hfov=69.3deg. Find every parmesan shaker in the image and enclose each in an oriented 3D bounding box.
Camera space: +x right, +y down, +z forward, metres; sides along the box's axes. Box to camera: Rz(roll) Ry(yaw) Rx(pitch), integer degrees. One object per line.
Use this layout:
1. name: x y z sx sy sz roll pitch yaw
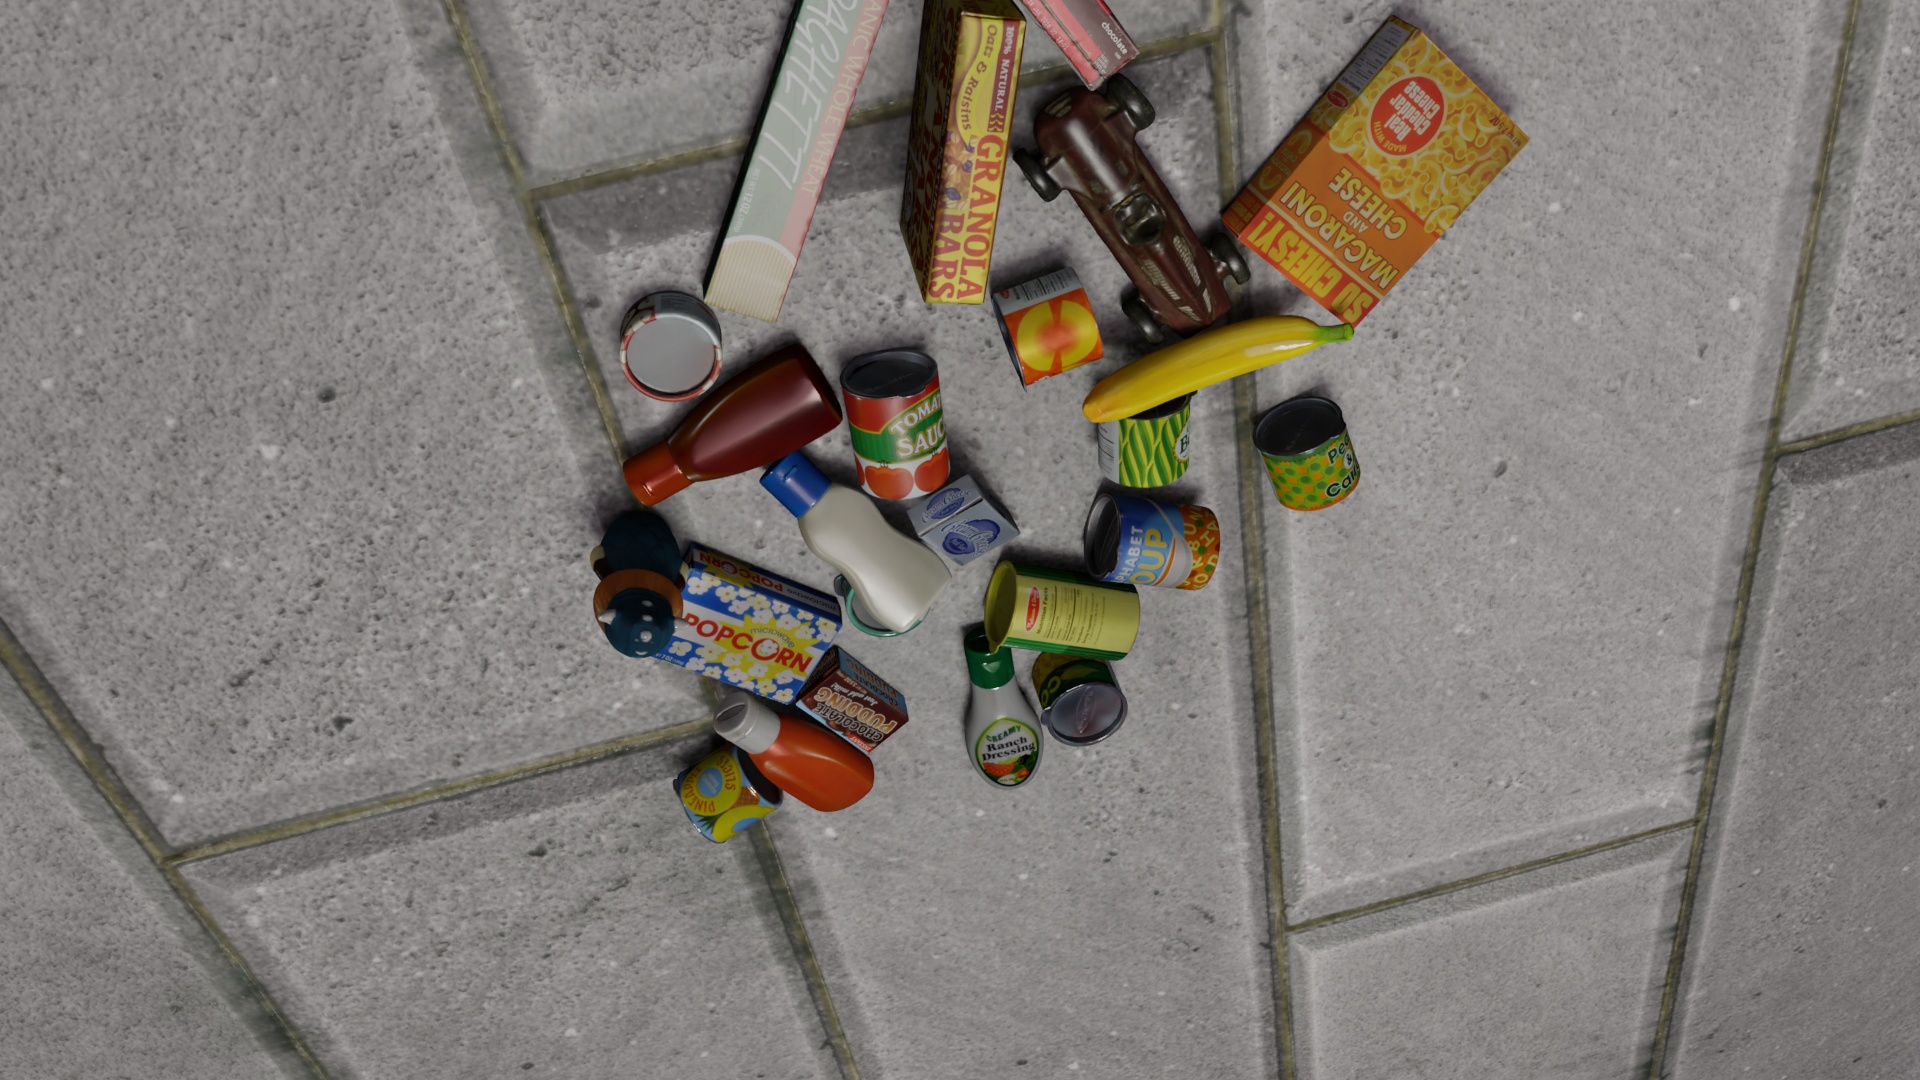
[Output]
1. parmesan shaker: 0.077 0.057 1.066 0.103 0.071 0.071 9 121 -19

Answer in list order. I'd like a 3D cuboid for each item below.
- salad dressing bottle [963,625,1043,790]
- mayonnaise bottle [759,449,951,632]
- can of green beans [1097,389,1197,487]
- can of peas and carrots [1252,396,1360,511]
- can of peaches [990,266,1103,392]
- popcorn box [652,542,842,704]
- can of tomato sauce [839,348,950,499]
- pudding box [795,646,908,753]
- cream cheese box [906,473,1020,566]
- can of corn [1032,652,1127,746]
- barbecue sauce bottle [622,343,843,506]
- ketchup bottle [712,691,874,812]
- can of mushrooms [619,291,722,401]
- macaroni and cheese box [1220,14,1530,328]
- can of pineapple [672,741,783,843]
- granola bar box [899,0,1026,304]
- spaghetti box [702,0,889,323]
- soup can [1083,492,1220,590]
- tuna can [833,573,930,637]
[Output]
1. salad dressing bottle: 0.031 0.135 1.122 0.064 0.044 0.147 -13 125 -2
2. mayonnaise bottle: -0.077 -0.004 0.985 0.148 0.041 0.065 45 80 -13
3. can of green beans: 0.130 -0.078 0.988 0.071 0.071 0.057 -9 125 -6
4. can of peas and carrots: 0.258 -0.064 1.024 0.071 0.071 0.058 -26 125 6
5. can of peaches: 0.059 -0.141 0.931 0.058 0.071 0.071 -21 125 1
6. popcorn box: -0.163 0.063 1.036 0.126 0.038 0.085 23 117 -25
7. can of tomato sauce: -0.042 -0.078 0.949 0.071 0.071 0.082 -11 125 -5
8. pudding box: -0.087 0.127 1.099 0.049 0.030 0.083 -39 122 15
9. cream cheese box: 0.004 -0.013 0.997 0.053 0.024 0.103 -30 160 8
10. can of corn: 0.093 0.122 1.118 0.071 0.058 0.070 -6 124 -8
11. barbecue sauce bottle: -0.157 -0.073 0.943 0.148 0.044 0.064 -28 119 8
12. ketchup bottle: -0.133 0.165 1.088 0.064 0.044 0.148 -26 138 20
13. can of mushrooms: -0.190 -0.124 0.908 0.071 0.033 0.070 -6 124 -9
14. macaroni and cheese box: 0.275 -0.241 0.928 0.123 0.040 0.166 30 112 -28
15. can of pineapple: -0.183 0.197 1.102 0.058 0.071 0.071 -33 124 9
16. granola bar box: -0.002 -0.239 0.817 0.039 0.125 0.164 1 123 -12
17. spaghetti box: -0.099 -0.251 0.846 0.050 0.029 0.248 13 119 -21
18. soup can: 0.144 0.003 1.043 0.084 0.071 0.071 7 121 -17
19. tuna can: -0.058 0.039 1.045 0.071 0.033 0.070 -6 124 -9
